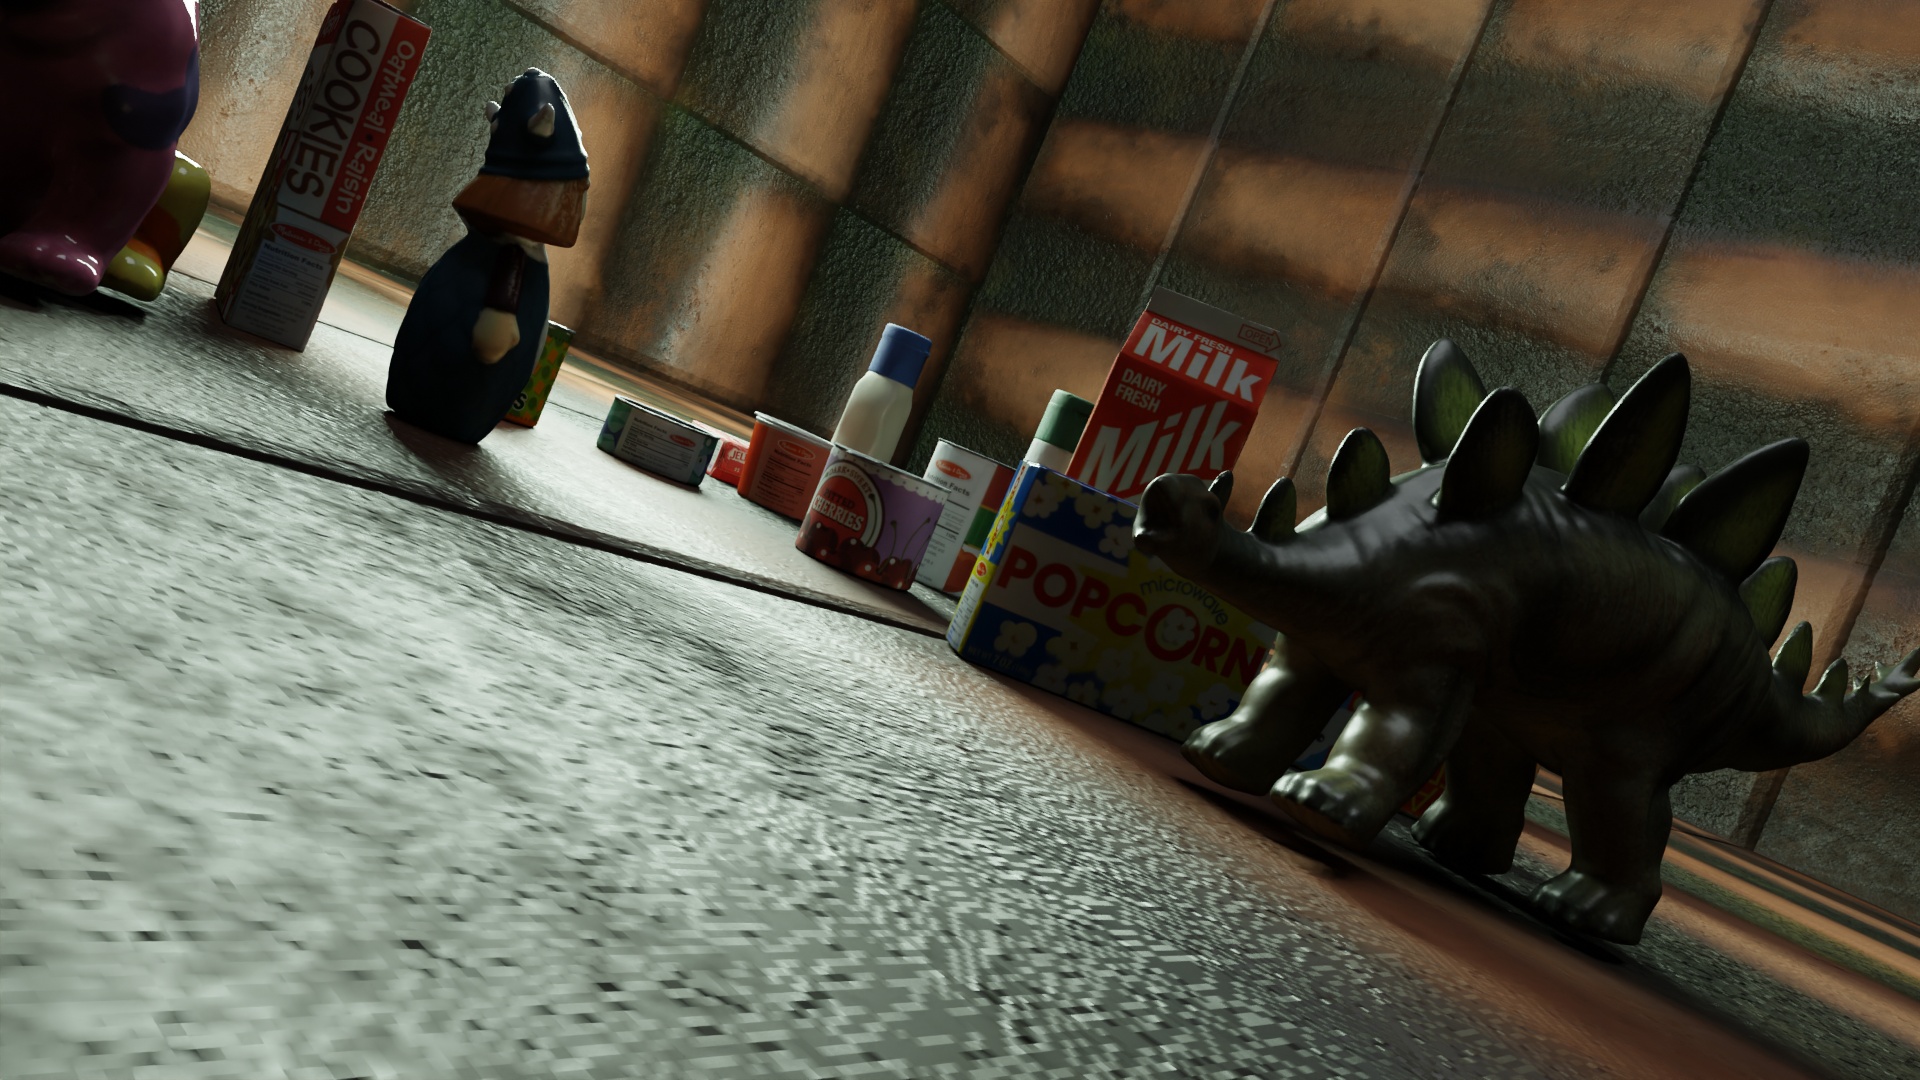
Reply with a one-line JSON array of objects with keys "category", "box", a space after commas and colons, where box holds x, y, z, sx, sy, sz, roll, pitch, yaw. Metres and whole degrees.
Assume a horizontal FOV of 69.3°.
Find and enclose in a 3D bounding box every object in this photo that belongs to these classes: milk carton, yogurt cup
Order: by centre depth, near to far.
[{"category": "milk carton", "box": [0.089, -0.024, 0.675, 0.072, 0.190, 0.073, 23, 2, 8]}, {"category": "yogurt cup", "box": [-0.109, -0.045, 0.898, 0.072, 0.054, 0.072, 23, 2, -1]}]

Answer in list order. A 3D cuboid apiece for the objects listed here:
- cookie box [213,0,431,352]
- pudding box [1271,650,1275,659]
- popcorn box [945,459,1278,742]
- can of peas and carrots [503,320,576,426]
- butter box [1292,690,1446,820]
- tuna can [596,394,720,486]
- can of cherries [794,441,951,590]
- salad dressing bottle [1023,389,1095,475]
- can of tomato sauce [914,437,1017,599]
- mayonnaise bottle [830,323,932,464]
[{"category": "cookie box", "box": [-0.323, -0.186, 0.696, 0.040, 0.167, 0.123, 22, 3, -33]}, {"category": "pudding box", "box": [0.233, 0.102, 0.877, 0.084, 0.049, 0.030, 24, 2, 26]}, {"category": "popcorn box", "box": [0.068, 0.028, 0.584, 0.127, 0.085, 0.038, 22, 2, -13]}, {"category": "can of peas and carrots", "box": [-0.251, -0.100, 0.752, 0.071, 0.058, 0.071, 23, 2, -1]}, {"category": "butter box", "box": [0.197, 0.096, 0.672, 0.103, 0.053, 0.024, 23, 2, 7]}, {"category": "tuna can", "box": [-0.179, -0.059, 0.823, 0.071, 0.033, 0.071, 23, 3, -1]}, {"category": "can of cherries", "box": [-0.047, -0.012, 0.721, 0.071, 0.058, 0.071, 23, 2, -1]}, {"category": "salad dressing bottle", "box": [0.053, -0.031, 0.965, 0.064, 0.147, 0.044, 22, 2, -29]}, {"category": "can of tomato sauce", "box": [0.003, -0.010, 0.836, 0.071, 0.083, 0.071, 23, 2, -1]}, {"category": "mayonnaise bottle", "box": [-0.065, -0.083, 1.012, 0.041, 0.148, 0.065, 23, 2, 14]}]
